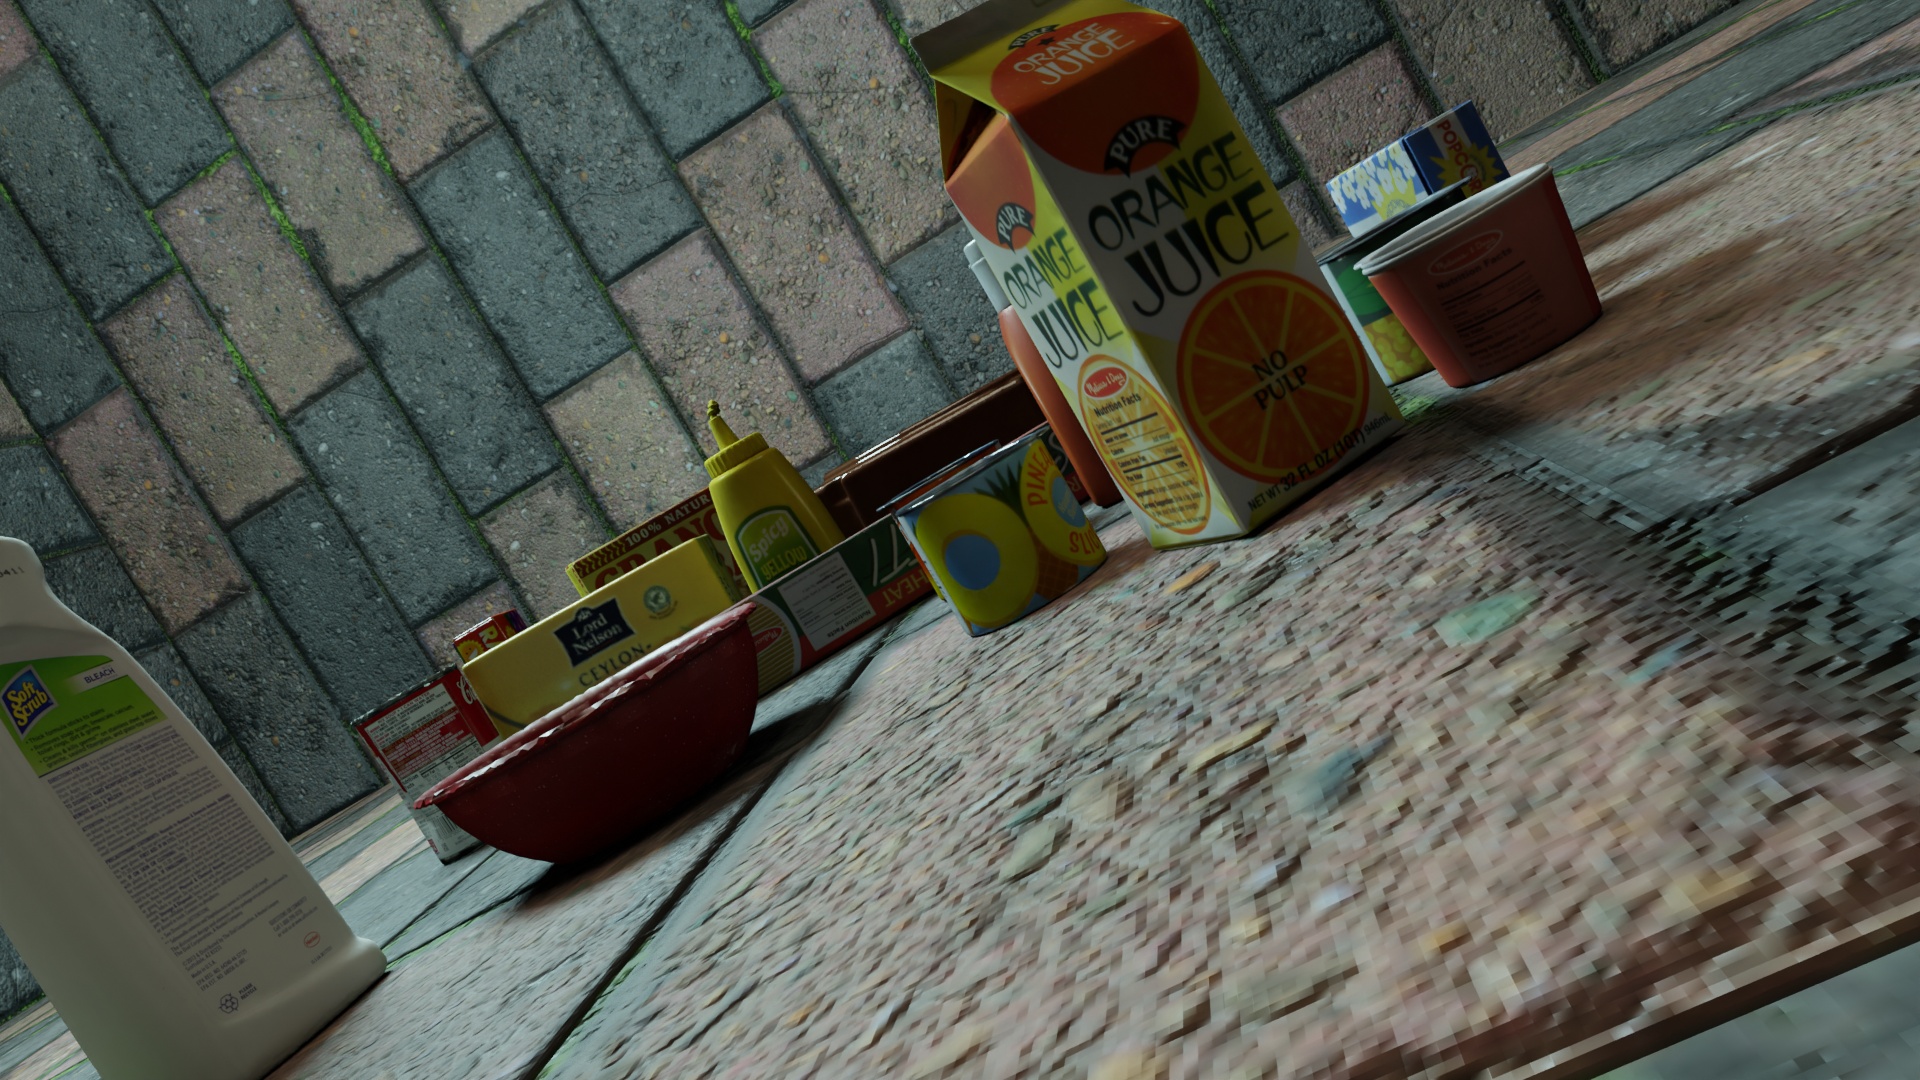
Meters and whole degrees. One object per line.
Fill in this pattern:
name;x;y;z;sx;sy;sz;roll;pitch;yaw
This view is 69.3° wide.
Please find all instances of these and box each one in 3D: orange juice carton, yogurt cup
orange juice carton;0.059;-0.098;0.466;0.072;0.192;0.073;-32;5;-17
yogurt cup;0.179;-0.088;0.473;0.072;0.054;0.072;-30;5;3

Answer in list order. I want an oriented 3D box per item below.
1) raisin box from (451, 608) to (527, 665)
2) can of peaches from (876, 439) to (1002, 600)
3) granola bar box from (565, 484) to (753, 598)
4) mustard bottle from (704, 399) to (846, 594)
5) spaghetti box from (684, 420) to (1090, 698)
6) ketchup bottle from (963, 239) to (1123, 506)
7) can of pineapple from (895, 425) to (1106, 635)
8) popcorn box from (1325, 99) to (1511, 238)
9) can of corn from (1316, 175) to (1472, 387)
raisin box;-0.345;0.118;1.099;0.040;0.123;0.086;-31;5;-4
can of peaches;0.002;-0.009;0.697;0.071;0.058;0.071;-30;5;3
granola bar box;-0.186;0.031;1.025;0.166;0.124;0.039;-33;5;-26
mustard bottle;-0.115;-0.014;0.845;0.065;0.160;0.049;-30;4;11
spaghetti box;-0.033;0.010;0.764;0.250;0.050;0.028;-31;4;-7
ketchup bottle;0.053;-0.092;0.706;0.043;0.148;0.065;-28;5;26
can of pineapple;0.018;-0.003;0.551;0.071;0.058;0.071;-30;5;3
popcorn box;0.231;-0.157;0.680;0.038;0.085;0.127;-30;5;2
can of corn;0.187;-0.104;0.561;0.071;0.058;0.071;-30;5;3
